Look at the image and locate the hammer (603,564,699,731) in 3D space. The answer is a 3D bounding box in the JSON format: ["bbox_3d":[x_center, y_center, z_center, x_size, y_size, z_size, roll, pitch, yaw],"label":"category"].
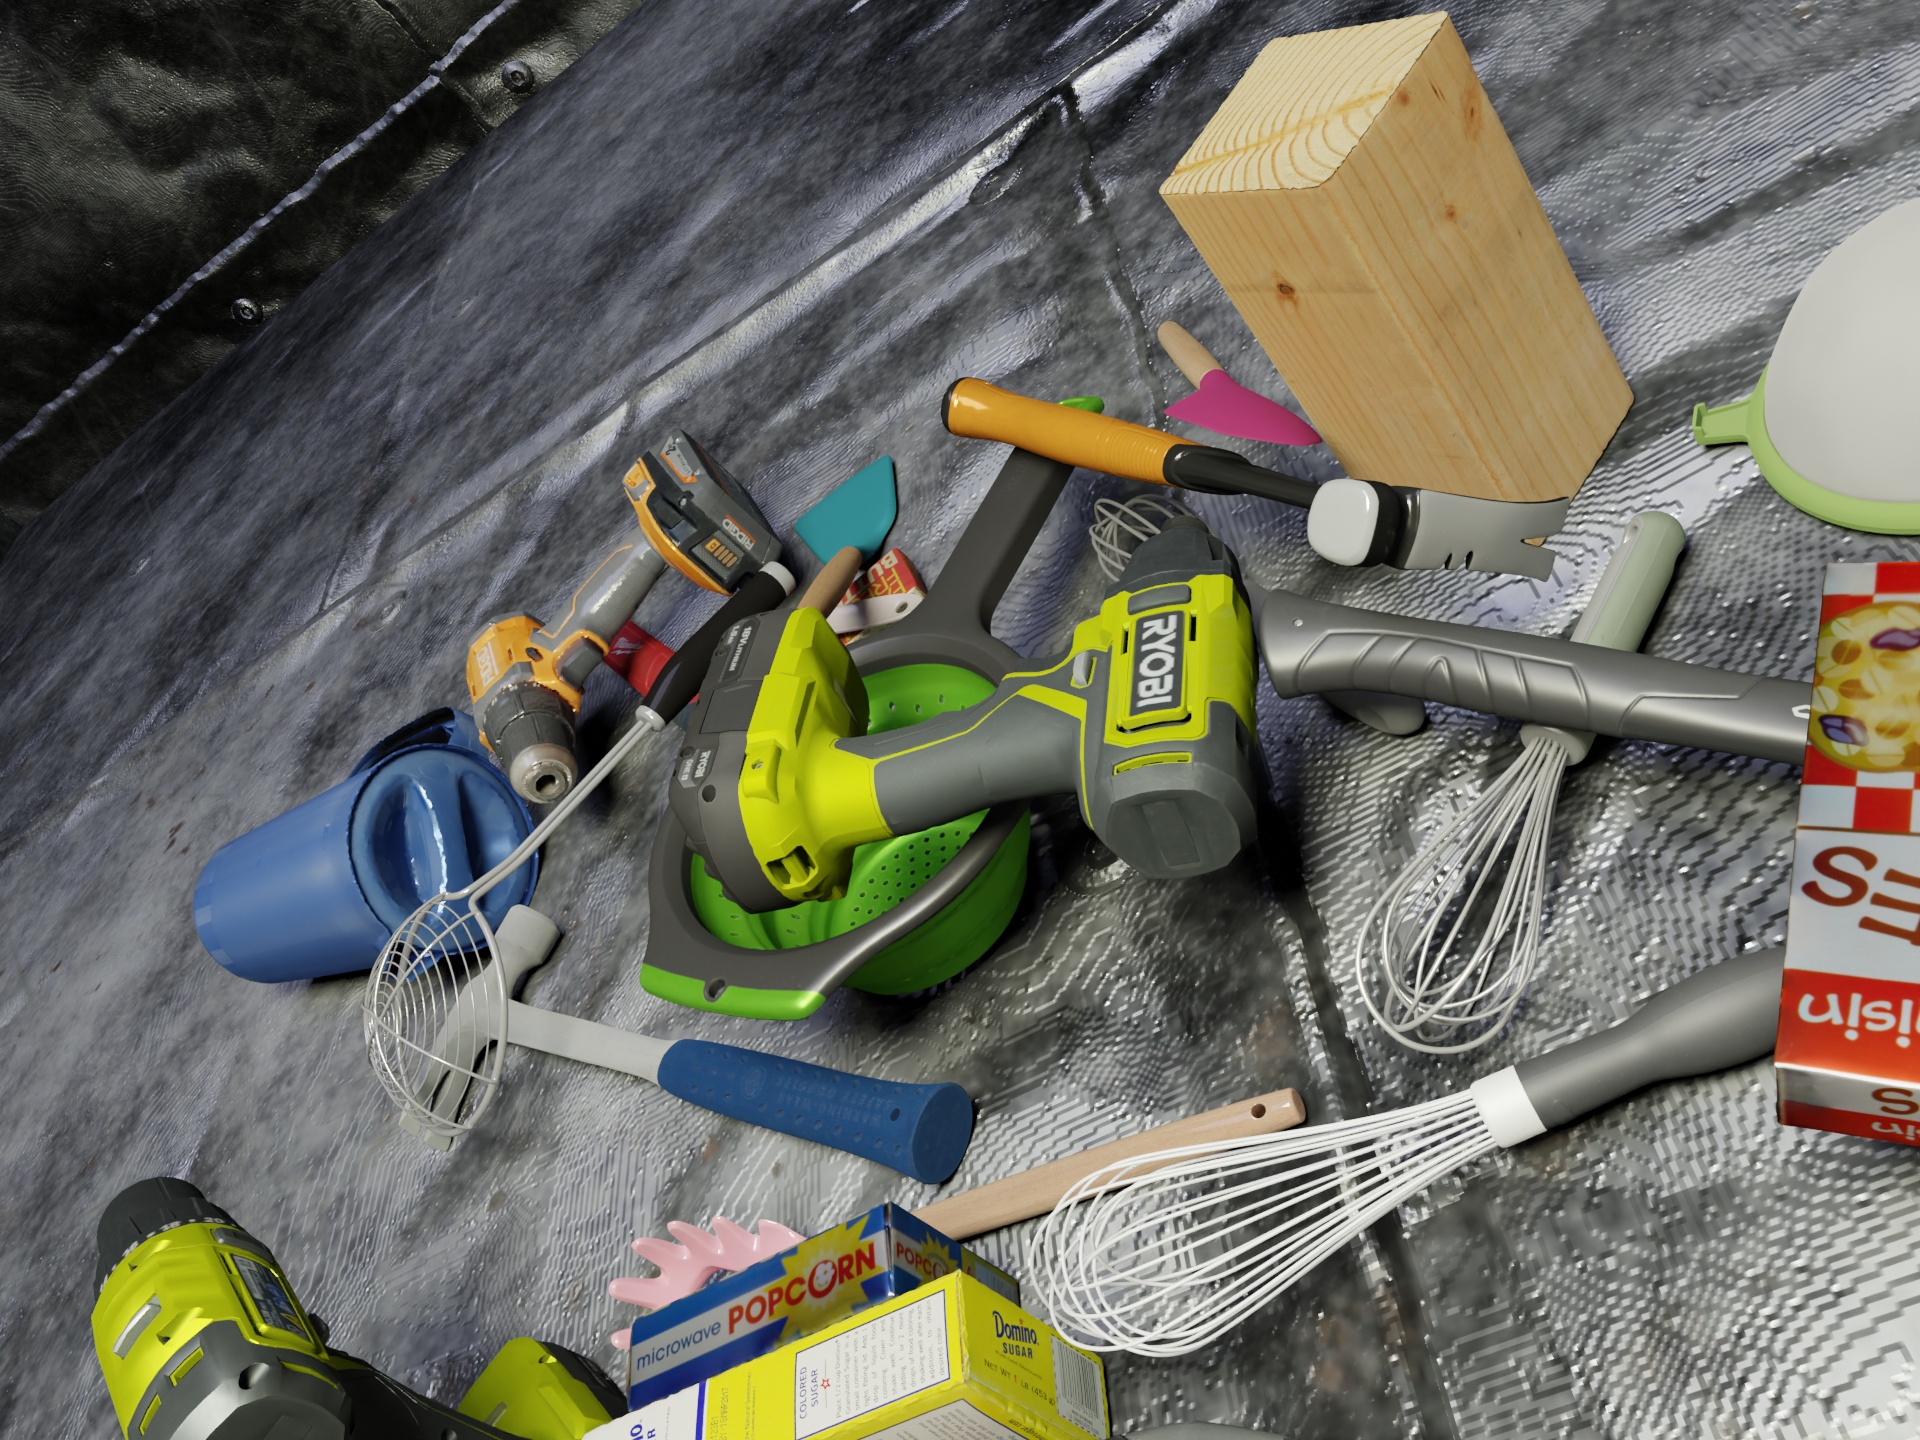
[{"bbox_3d":[-0.170,-0.030,1.023,0.143,0.038,0.387,-49,36,-7],"label":"hammer"}]

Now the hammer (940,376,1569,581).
[{"bbox_3d":[0.101,-0.117,0.715,0.337,0.127,0.034,28,114,51],"label":"hammer"}]

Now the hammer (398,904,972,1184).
[{"bbox_3d":[-0.153,0.178,0.804,0.406,0.035,0.144,0,55,45],"label":"hammer"}]

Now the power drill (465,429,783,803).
[{"bbox_3d":[-0.219,-0.061,1.003,0.226,0.084,0.186,-43,35,6],"label":"power drill"}]

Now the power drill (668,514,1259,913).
[{"bbox_3d":[0.008,-0.005,0.642,0.223,0.080,0.171,-11,42,20],"label":"power drill"}]

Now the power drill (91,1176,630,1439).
[{"bbox_3d":[-0.234,0.267,0.630,0.191,0.228,0.080,18,69,52],"label":"power drill"}]

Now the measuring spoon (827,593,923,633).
[{"bbox_3d":[-0.071,-0.054,0.927,0.124,0.018,0.034,-10,52,30],"label":"measuring spoon"}]

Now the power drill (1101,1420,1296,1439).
[{"bbox_3d":[0.058,0.308,0.436,0.143,0.078,0.220,-29,36,21],"label":"power drill"}]

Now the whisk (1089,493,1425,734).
[{"bbox_3d":[0.131,-0.052,0.740,0.055,0.055,0.239,-46,40,0],"label":"whisk"}]

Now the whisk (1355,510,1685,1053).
[{"bbox_3d":[0.215,0.015,0.589,0.246,0.059,0.057,-56,-7,-21],"label":"whisk"}]

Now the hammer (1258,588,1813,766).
[{"bbox_3d":[0.251,-0.009,0.533,0.335,0.035,0.146,14,64,38],"label":"hammer"}]

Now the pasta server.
[{"bbox_3d":[-0.011,0.200,0.638,0.316,0.040,0.060,-26,56,24],"label":"pasta server"}]

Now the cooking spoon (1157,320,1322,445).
[{"bbox_3d":[0.124,-0.173,0.798,0.319,0.068,0.017,-90,9,-69],"label":"cooking spoon"}]

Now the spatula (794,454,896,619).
[{"bbox_3d":[-0.076,-0.098,0.931,0.082,0.044,0.318,-35,12,12],"label":"spatula"}]

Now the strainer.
[{"bbox_3d":[0.373,-0.117,0.537,0.151,0.069,0.257,-39,35,9],"label":"strainer"}]

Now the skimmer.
[{"bbox_3d":[-0.200,0.062,0.900,0.127,0.090,0.363,15,57,46],"label":"skimmer"}]

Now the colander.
[{"bbox_3d":[-0.001,-0.003,0.783,0.204,0.094,0.397,1,50,38],"label":"colander"}]

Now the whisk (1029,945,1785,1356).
[{"bbox_3d":[0.151,0.141,0.525,0.284,0.070,0.070,-28,39,15],"label":"whisk"}]
